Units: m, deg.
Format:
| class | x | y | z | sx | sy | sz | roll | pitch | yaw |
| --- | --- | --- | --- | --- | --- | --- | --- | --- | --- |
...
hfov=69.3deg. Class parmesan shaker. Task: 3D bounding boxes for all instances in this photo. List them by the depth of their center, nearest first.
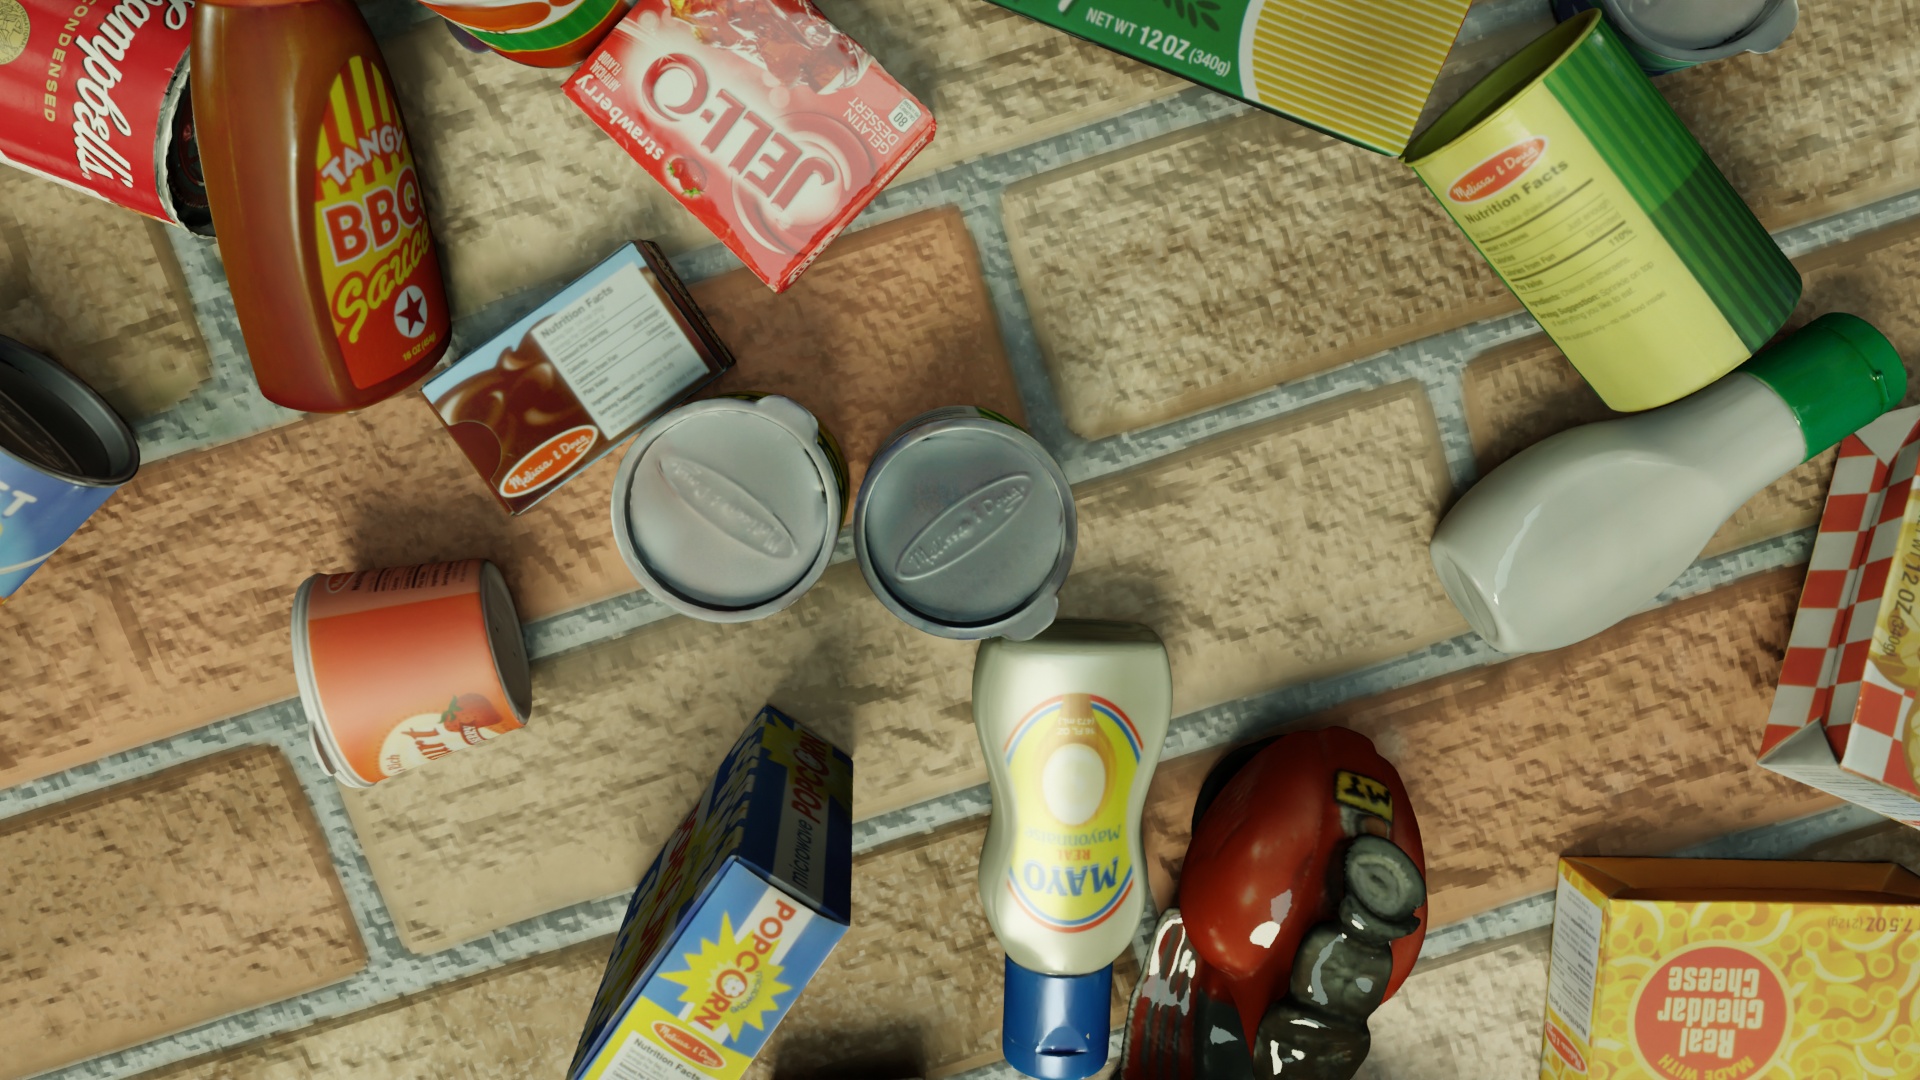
| class | x | y | z | sx | sy | sz | roll | pitch | yaw |
| --- | --- | --- | --- | --- | --- | --- | --- | --- | --- |
| parmesan shaker | 0.193 | -0.097 | 0.424 | 0.071 | 0.071 | 0.103 | -42 | 99 | 5 |

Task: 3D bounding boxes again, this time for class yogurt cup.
| class | x | y | z | sx | sy | sz | roll | pitch | yaw |
| --- | --- | --- | --- | --- | --- | --- | --- | --- | --- |
| yogurt cup | -0.168 | 0.038 | 0.432 | 0.054 | 0.072 | 0.072 | -14 | 99 | -8 |

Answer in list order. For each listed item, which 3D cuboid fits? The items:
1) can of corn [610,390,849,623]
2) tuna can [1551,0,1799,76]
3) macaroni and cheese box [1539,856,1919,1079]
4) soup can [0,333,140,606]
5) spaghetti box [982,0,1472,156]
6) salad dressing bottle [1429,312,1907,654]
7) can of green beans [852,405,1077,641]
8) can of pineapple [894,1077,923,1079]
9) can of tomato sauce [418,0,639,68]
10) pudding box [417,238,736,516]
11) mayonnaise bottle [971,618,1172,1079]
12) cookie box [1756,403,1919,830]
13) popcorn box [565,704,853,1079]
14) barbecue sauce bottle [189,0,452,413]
| class | x | y | z | sx | sy | sz | roll | pitch | yaw |
| --- | --- | --- | --- | --- | --- | --- | --- | --- | --- |
| can of corn | -0.067 | -0.015 | 0.429 | 0.071 | 0.058 | 0.071 | 0 | 99 | -2 |
| tuna can | 0.221 | -0.176 | 0.427 | 0.071 | 0.033 | 0.071 | 0 | 99 | -2 |
| macaroni and cheese box | 0.268 | 0.196 | 0.481 | 0.124 | 0.040 | 0.166 | 1 | 98 | -1 |
| soup can | -0.306 | -0.013 | 0.415 | 0.083 | 0.071 | 0.071 | -43 | 98 | 5 |
| spaghetti box | 0.019 | -0.177 | 0.397 | 0.250 | 0.029 | 0.050 | 23 | 109 | 5 |
| salad dressing bottle | 0.226 | -0.020 | 0.445 | 0.147 | 0.044 | 0.064 | -31 | 112 | 2 |
| can of green beans | 0.001 | -0.008 | 0.432 | 0.071 | 0.058 | 0.071 | 0 | 99 | -2 |
| can of pineapple | -0.037 | 0.218 | 0.461 | 0.058 | 0.071 | 0.071 | -6 | 99 | -1 |
| can of tomato sauce | -0.129 | -0.173 | 0.390 | 0.071 | 0.083 | 0.071 | 0 | 99 | -2 |
| pudding box | -0.119 | -0.052 | 0.436 | 0.083 | 0.030 | 0.049 | -34 | 99 | 4 |
| mayonnaise bottle | 0.035 | 0.101 | 0.459 | 0.065 | 0.041 | 0.147 | 1 | 98 | -4 |
| cookie box | 0.356 | 0.044 | 0.444 | 0.167 | 0.040 | 0.123 | 22 | 79 | -5 |
| popcorn box | -0.070 | 0.110 | 0.414 | 0.038 | 0.127 | 0.085 | 33 | 97 | -9 |
| barbecue sauce bottle | -0.180 | -0.113 | 0.382 | 0.044 | 0.065 | 0.147 | 9 | 124 | 11 |
